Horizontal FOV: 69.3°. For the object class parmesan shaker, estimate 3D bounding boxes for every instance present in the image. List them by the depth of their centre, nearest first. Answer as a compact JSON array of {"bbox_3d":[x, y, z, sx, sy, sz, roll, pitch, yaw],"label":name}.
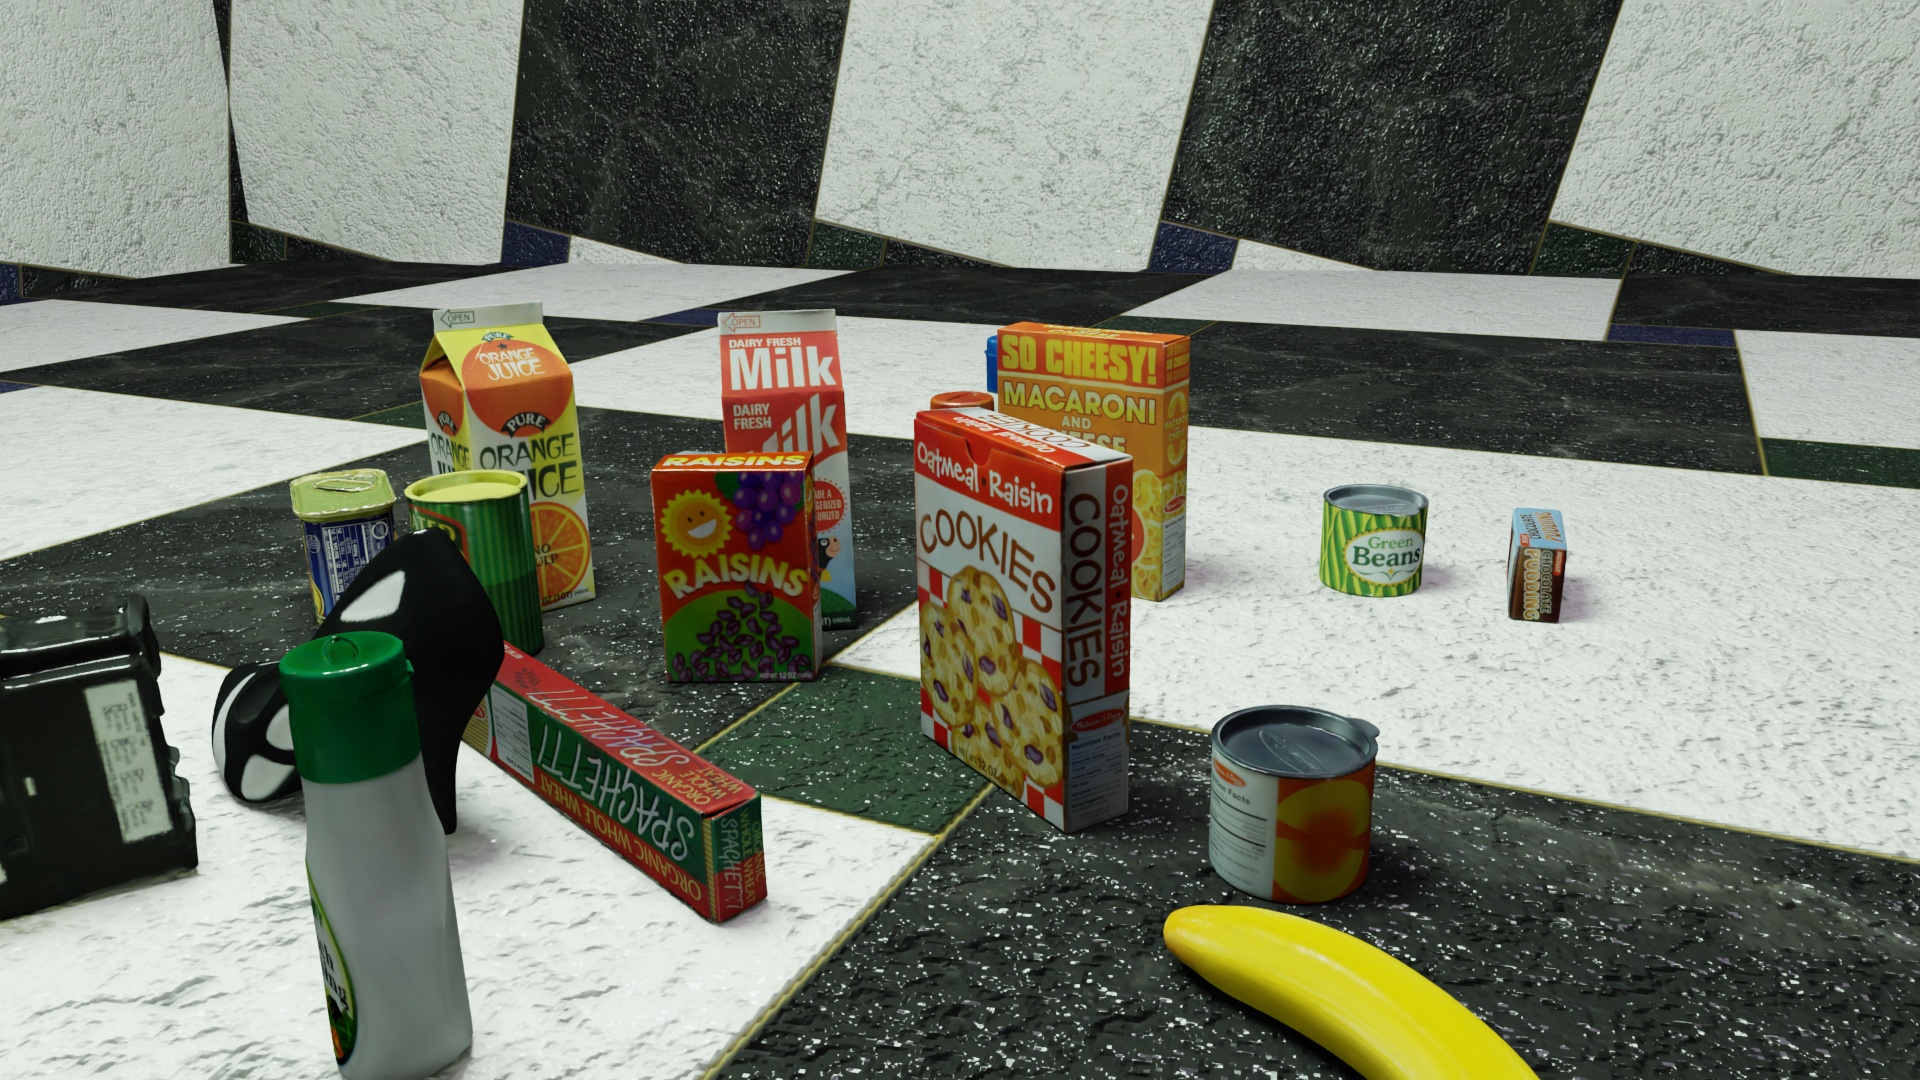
[{"bbox_3d":[-0.278,0.017,0.804,0.071,0.102,0.071,-1,17,0],"label":"parmesan shaker"}]

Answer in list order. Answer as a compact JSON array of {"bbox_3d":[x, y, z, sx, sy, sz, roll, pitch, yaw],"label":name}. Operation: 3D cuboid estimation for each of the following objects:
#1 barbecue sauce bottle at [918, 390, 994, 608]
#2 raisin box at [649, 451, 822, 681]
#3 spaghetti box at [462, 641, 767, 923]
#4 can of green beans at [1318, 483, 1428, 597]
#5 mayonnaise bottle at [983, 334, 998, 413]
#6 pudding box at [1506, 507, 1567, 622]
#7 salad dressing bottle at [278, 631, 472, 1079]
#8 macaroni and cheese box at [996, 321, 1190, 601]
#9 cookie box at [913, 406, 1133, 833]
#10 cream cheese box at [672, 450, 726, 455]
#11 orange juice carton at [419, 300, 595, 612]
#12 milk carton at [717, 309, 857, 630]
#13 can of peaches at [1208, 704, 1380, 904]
[{"bbox_3d":[0.003,-0.010,0.799,0.043,0.148,0.065,11,21,34],"label":"barbecue sauce bottle"},{"bbox_3d":[-0.122,0.015,0.770,0.086,0.123,0.040,-1,17,2],"label":"raisin box"},{"bbox_3d":[-0.170,0.099,0.629,0.029,0.050,0.250,-16,23,-40],"label":"spaghetti box"},{"bbox_3d":[0.268,-0.001,0.903,0.071,0.057,0.071,-1,17,0],"label":"can of green beans"},{"bbox_3d":[0.038,-0.071,0.990,0.041,0.147,0.065,4,18,16],"label":"mayonnaise bottle"},{"bbox_3d":[0.359,0.014,0.867,0.030,0.049,0.084,5,19,19],"label":"pudding box"},{"bbox_3d":[-0.191,0.104,0.454,0.044,0.147,0.064,-10,19,-27],"label":"salad dressing bottle"},{"bbox_3d":[0.085,-0.054,0.903,0.124,0.165,0.040,10,21,33],"label":"macaroni and cheese box"},{"bbox_3d":[0.026,0.031,0.638,0.040,0.166,0.123,-11,20,-30],"label":"cookie box"},{"bbox_3d":[-0.169,-0.038,1.052,0.104,0.053,0.024,5,18,18],"label":"cream cheese box"},{"bbox_3d":[-0.287,-0.053,0.879,0.072,0.192,0.073,-15,22,-38],"label":"orange juice carton"},{"bbox_3d":[-0.105,-0.045,0.845,0.072,0.189,0.073,-4,17,-8],"label":"milk carton"},{"bbox_3d":[0.138,0.107,0.572,0.071,0.058,0.071,-1,17,0],"label":"can of peaches"}]
